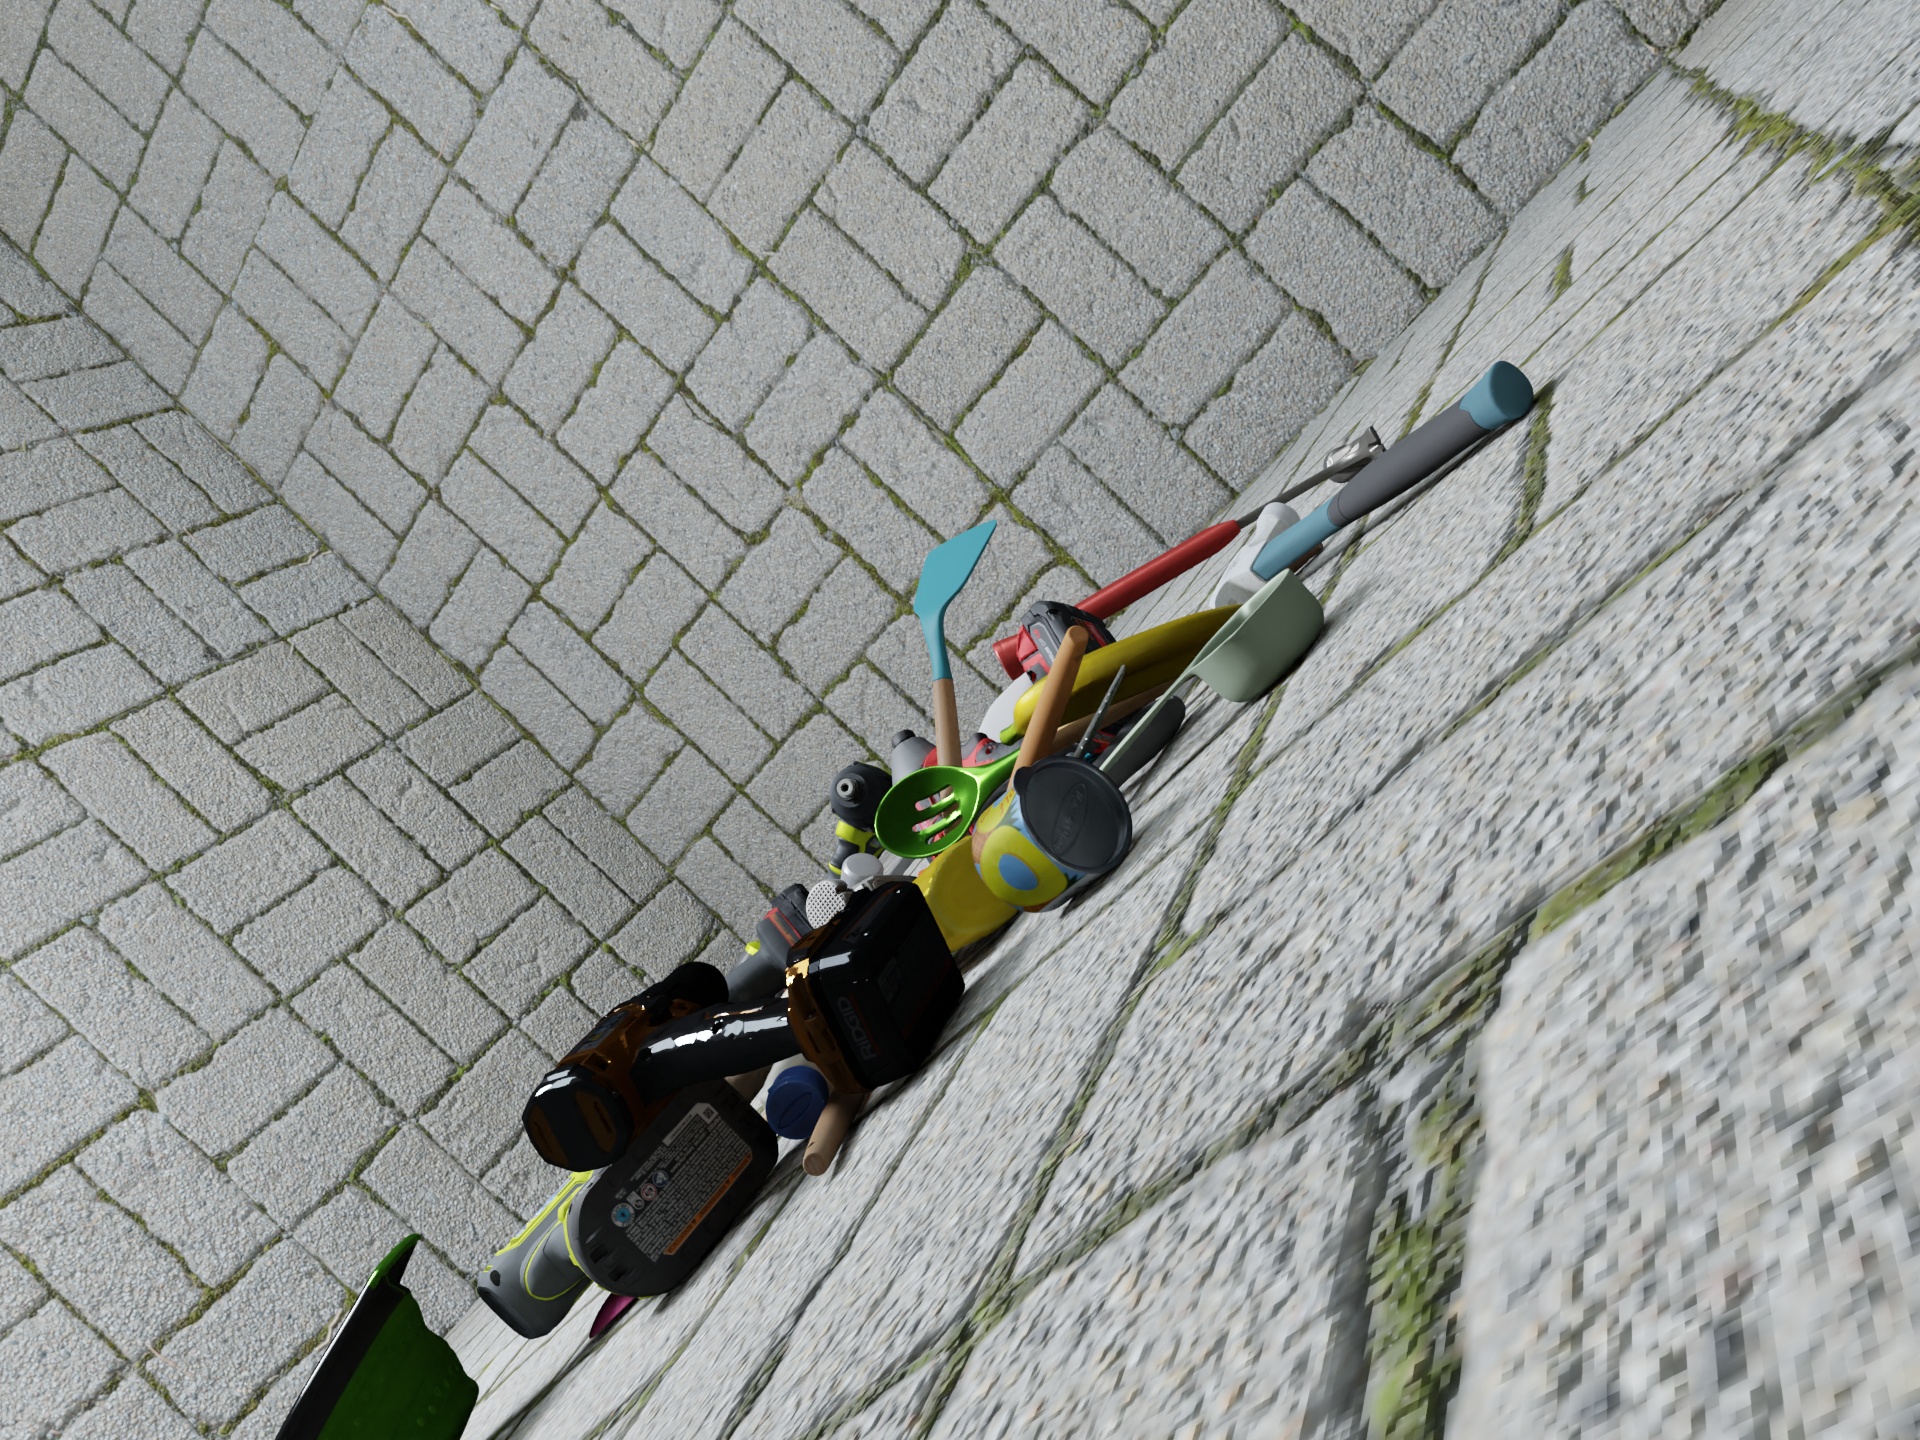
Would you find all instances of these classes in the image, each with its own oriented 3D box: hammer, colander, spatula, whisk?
[{"bbox_3d":[-0.157,0.272,1.200,0.146,0.038,0.410,9,-55,-54],"label":"hammer"},{"bbox_3d":[-0.409,0.534,1.006,0.397,0.094,0.204,-64,3,-7],"label":"colander"},{"bbox_3d":[0.189,-0.138,1.334,0.359,0.037,0.149,-30,1,5],"label":"hammer"},{"bbox_3d":[-0.057,0.203,0.930,0.060,0.018,0.316,-42,0,7],"label":"spatula"},{"bbox_3d":[-0.014,0.087,1.468,0.406,0.035,0.144,-50,-25,-52],"label":"hammer"},{"bbox_3d":[0.036,0.030,1.019,0.081,0.041,0.322,-22,-26,-22],"label":"spatula"},{"bbox_3d":[0.252,-0.142,1.016,0.128,0.033,0.331,-56,6,-22],"label":"hammer"},{"bbox_3d":[-0.002,-0.004,1.214,0.044,0.318,0.082,13,-25,-43],"label":"spatula"},{"bbox_3d":[0.084,0.038,0.954,0.055,0.055,0.239,-46,-4,40],"label":"whisk"}]

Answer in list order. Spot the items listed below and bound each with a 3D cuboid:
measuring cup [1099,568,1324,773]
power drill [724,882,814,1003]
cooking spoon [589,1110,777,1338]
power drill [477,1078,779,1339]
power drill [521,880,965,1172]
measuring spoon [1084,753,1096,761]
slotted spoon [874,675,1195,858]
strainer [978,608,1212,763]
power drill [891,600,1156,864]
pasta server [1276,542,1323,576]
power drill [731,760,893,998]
[{"bbox_3d":[0.136,-0.011,0.881,0.167,0.038,0.083,-48,0,17],"label":"measuring cup"},{"bbox_3d":[-0.184,0.250,1.252,0.227,0.080,0.187,-36,-29,-17],"label":"power drill"},{"bbox_3d":[-0.142,0.289,1.089,0.319,0.017,0.068,-47,1,-21],"label":"cooking spoon"},{"bbox_3d":[-0.205,0.299,1.022,0.190,0.080,0.228,-46,5,-36],"label":"power drill"},{"bbox_3d":[-0.115,0.165,0.903,0.226,0.084,0.185,-22,9,20],"label":"power drill"},{"bbox_3d":[0.096,0.044,1.286,0.128,0.021,0.042,-35,-4,36],"label":"measuring spoon"},{"bbox_3d":[0.072,0.013,1.120,0.314,0.070,0.031,-30,-31,21],"label":"slotted spoon"},{"bbox_3d":[0.107,-0.030,1.377,0.211,0.095,0.340,-46,-1,-36],"label":"strainer"},{"bbox_3d":[0.035,0.015,1.244,0.219,0.143,0.078,-45,-32,24],"label":"power drill"},{"bbox_3d":[0.153,-0.047,1.241,0.316,0.040,0.060,-41,9,30],"label":"pasta server"},{"bbox_3d":[-0.113,0.146,1.411,0.223,0.080,0.171,-65,-16,-4],"label":"power drill"}]
